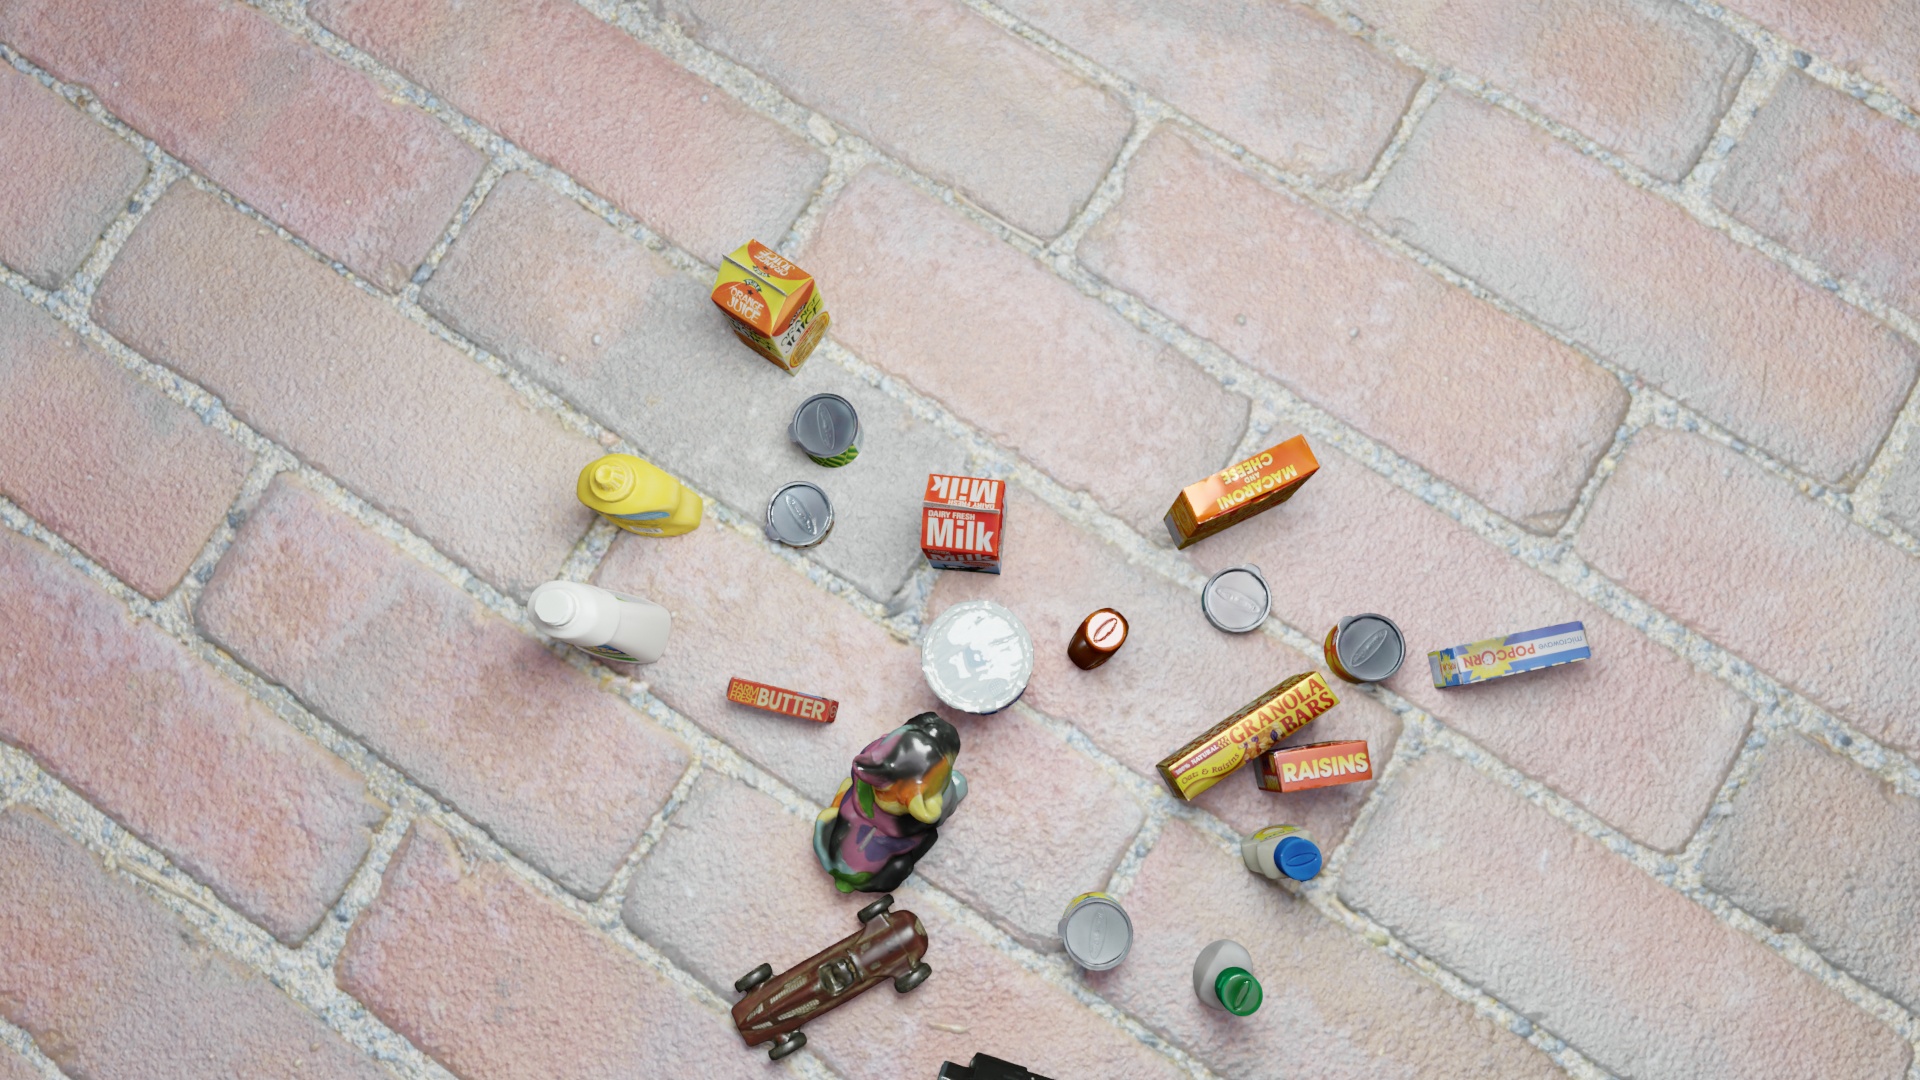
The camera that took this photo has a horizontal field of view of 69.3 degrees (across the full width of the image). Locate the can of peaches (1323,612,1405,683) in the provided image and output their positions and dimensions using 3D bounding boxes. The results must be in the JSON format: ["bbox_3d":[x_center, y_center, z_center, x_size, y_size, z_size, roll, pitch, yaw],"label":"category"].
[{"bbox_3d":[0.391,0.104,1.353,0.071,0.058,0.071,0,81,2],"label":"can of peaches"}]

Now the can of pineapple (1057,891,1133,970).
[{"bbox_3d":[0.128,0.369,1.321,0.071,0.058,0.071,0,81,2],"label":"can of pineapple"}]

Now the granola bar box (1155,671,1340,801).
[{"bbox_3d":[0.266,0.184,1.312,0.166,0.124,0.039,-32,82,-3],"label":"granola bar box"}]

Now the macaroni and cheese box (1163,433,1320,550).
[{"bbox_3d":[0.265,-0.043,1.326,0.124,0.166,0.040,-25,82,-2],"label":"macaroni and cheese box"}]

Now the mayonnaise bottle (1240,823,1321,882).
[{"bbox_3d":[0.301,0.288,1.282,0.065,0.148,0.041,-16,81,0],"label":"mayonnaise bottle"}]

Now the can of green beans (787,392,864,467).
[{"bbox_3d":[-0.133,-0.111,1.407,0.071,0.057,0.071,0,81,2],"label":"can of green beans"}]

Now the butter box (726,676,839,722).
[{"bbox_3d":[-0.175,0.158,1.368,0.103,0.053,0.024,13,82,4],"label":"butter box"}]

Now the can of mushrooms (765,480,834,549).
[{"bbox_3d":[-0.163,-0.024,1.406,0.071,0.033,0.071,0,81,2],"label":"can of mushrooms"}]

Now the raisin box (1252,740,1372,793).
[{"bbox_3d":[0.329,0.211,1.305,0.086,0.123,0.040,-8,81,1],"label":"raisin box"}]

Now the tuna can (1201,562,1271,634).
[{"bbox_3d":[0.274,0.057,1.377,0.071,0.033,0.071,0,81,2],"label":"tuna can"}]

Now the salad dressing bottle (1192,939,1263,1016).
[{"bbox_3d":[0.245,0.402,1.266,0.044,0.147,0.064,28,84,6],"label":"salad dressing bottle"}]

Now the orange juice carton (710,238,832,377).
[{"bbox_3d":[-0.185,-0.231,1.359,0.072,0.192,0.073,34,84,7],"label":"orange juice carton"}]

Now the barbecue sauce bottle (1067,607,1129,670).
[{"bbox_3d":[0.133,0.091,1.319,0.065,0.148,0.044,-44,82,-4],"label":"barbecue sauce bottle"}]

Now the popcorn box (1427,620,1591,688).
[{"bbox_3d":[0.525,0.110,1.333,0.127,0.085,0.038,-12,81,0],"label":"popcorn box"}]

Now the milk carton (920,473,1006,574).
[{"bbox_3d":[0.005,-0.017,1.319,0.072,0.190,0.073,6,82,3],"label":"milk carton"}]
